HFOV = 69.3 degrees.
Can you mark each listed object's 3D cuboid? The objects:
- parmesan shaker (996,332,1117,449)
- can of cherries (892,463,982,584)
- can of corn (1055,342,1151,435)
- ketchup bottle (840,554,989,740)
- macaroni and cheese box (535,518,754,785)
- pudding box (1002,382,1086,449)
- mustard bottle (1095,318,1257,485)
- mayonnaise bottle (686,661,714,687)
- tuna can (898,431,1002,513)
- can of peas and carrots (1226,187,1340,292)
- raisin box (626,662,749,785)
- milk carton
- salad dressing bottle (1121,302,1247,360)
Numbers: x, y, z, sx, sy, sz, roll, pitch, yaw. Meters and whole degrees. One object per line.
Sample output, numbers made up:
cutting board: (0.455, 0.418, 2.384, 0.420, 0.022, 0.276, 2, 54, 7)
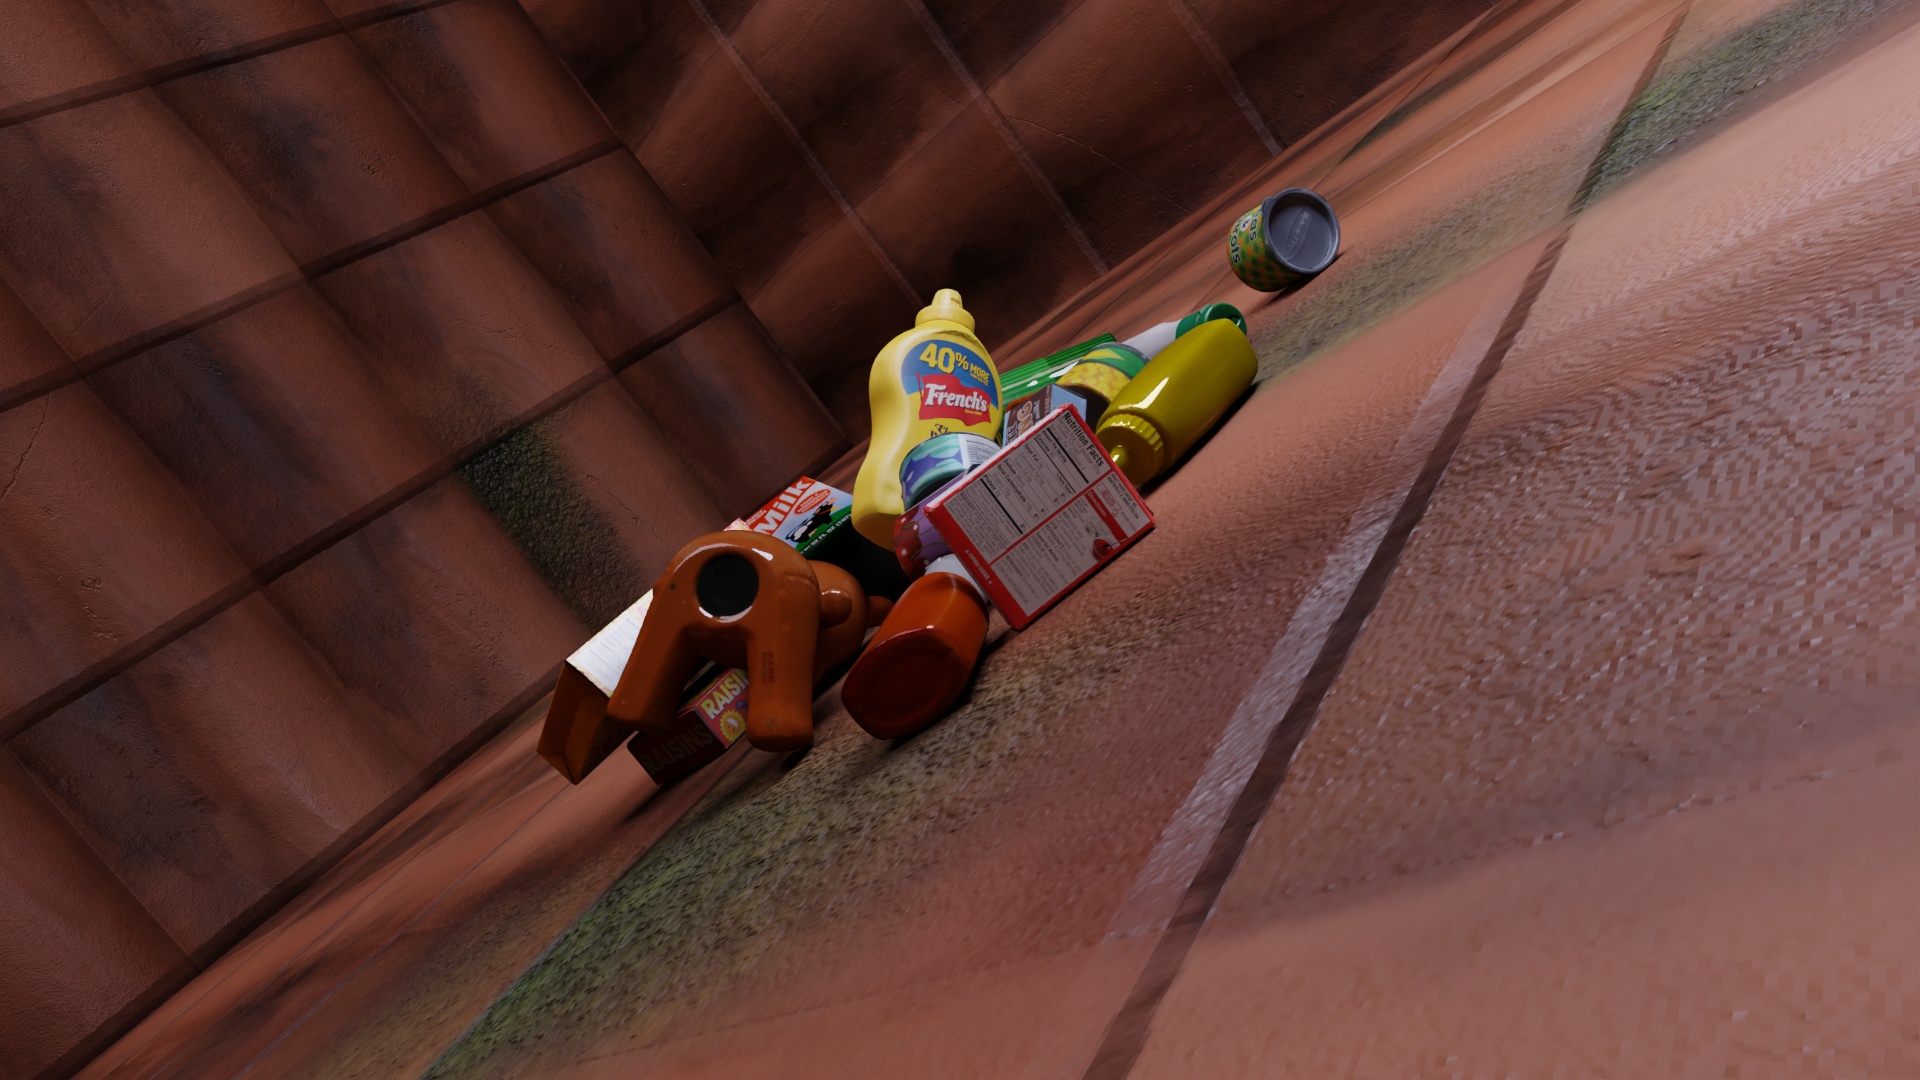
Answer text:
parmesan shaker: (0.070, -0.103, 0.996, 0.103, 0.071, 0.071, -22, 8, 1)
can of cherries: (0.004, 0.001, 0.782, 0.058, 0.071, 0.072, -34, 8, 25)
can of corn: (0.090, -0.087, 0.902, 0.071, 0.071, 0.058, -29, 11, 46)
ketchup bottle: (-0.013, 0.044, 0.683, 0.064, 0.043, 0.149, -37, 7, 17)
macaroni and cheese box: (-0.202, 0.074, 0.930, 0.167, 0.040, 0.123, -45, -7, -42)
pudding box: (0.050, -0.049, 0.855, 0.049, 0.030, 0.084, -31, 44, 47)
mustard bottle: (0.113, -0.071, 0.783, 0.065, 0.049, 0.161, -29, 12, 47)
mayonnaise bottle: (-0.171, 0.084, 1.081, 0.147, 0.064, 0.041, -23, 19, 47)
tuna can: (-0.004, -0.029, 0.827, 0.071, 0.071, 0.033, -33, 44, 25)
can of peas and carrots: (0.244, -0.229, 1.061, 0.071, 0.071, 0.058, -39, 7, -19)
raisin box: (-0.164, 0.110, 0.971, 0.086, 0.040, 0.124, -30, 11, 38)
milk carton: (-0.110, 0.006, 1.049, 0.072, 0.073, 0.190, -39, 23, -15)
salad dressing bottle: (0.154, -0.138, 1.026, 0.064, 0.044, 0.147, -38, 9, -24)
